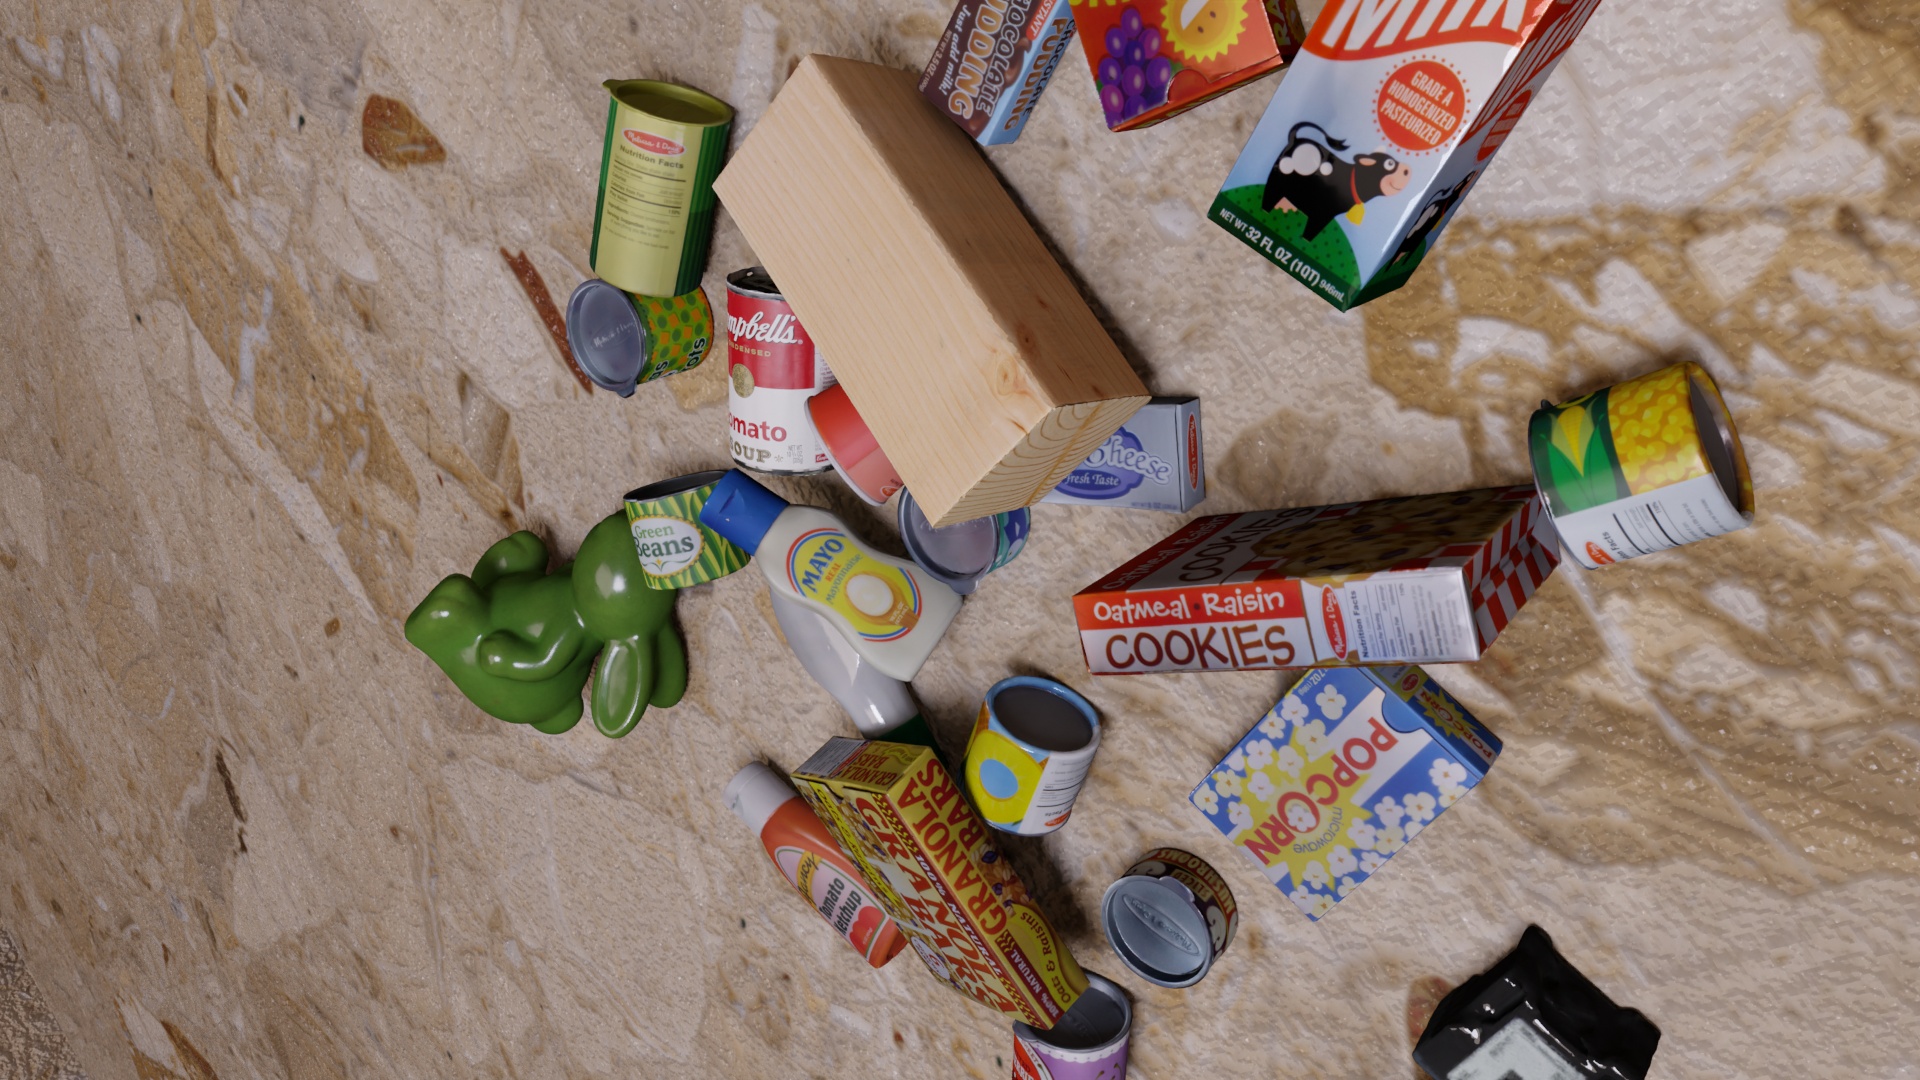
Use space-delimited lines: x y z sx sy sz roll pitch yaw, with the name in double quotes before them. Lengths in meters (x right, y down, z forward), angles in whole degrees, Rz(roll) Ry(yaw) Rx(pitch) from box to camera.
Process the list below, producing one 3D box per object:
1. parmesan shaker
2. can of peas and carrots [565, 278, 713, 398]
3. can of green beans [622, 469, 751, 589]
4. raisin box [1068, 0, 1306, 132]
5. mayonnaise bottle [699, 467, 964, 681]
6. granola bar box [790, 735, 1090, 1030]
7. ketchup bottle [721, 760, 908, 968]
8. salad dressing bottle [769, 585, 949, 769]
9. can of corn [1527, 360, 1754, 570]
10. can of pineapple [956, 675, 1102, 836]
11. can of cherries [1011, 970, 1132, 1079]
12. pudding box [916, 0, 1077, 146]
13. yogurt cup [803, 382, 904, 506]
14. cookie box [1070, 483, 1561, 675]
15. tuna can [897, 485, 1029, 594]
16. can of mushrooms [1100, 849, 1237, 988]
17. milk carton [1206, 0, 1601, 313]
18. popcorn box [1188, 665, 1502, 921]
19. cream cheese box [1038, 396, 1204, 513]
"parmesan shaker" -0.172 -0.198 0.781 0.071 0.071 0.102 33 124 23
"can of peas and carrots" -0.189 -0.125 0.827 0.071 0.059 0.070 14 116 32
"can of green beans" -0.167 -0.007 0.849 0.071 0.071 0.057 -2 106 37
"raisin box" 0.087 -0.247 0.588 0.086 0.040 0.123 -13 99 38
"mayonnaise bottle" -0.074 0.015 0.767 0.148 0.041 0.065 33 87 0
"granola bar box" -0.014 0.188 0.775 0.165 0.039 0.124 57 153 -13
"ketchup bottle" -0.088 0.200 0.884 0.149 0.044 0.064 38 128 20
"salad dressing bottle" -0.058 0.078 0.815 0.064 0.044 0.147 -29 90 37
"can of corn" 0.257 -0.030 0.526 0.058 0.071 0.071 -21 94 39
"can of pineapple" 0.035 0.113 0.744 0.071 0.071 0.057 33 123 23
"can of cherries" 0.060 0.289 0.788 0.071 0.072 0.058 17 117 31
"pudding box" 0.021 -0.232 0.649 0.050 0.030 0.083 44 127 14
"yogurt cup" -0.040 -0.060 0.717 0.054 0.072 0.072 -34 85 12
"cookie box" 0.149 0.017 0.585 0.167 0.123 0.040 -6 102 38
"tuna can" 0.003 -0.009 0.744 0.071 0.033 0.070 14 115 33
"can of mushrooms" 0.112 0.199 0.740 0.071 0.033 0.070 14 115 33
"milk carton" 0.179 -0.186 0.519 0.072 0.074 0.189 40 126 18
"popcorn box" 0.178 0.110 0.654 0.085 0.038 0.126 45 128 16
"cream cheese box" 0.068 -0.044 0.687 0.104 0.024 0.053 5 108 35
